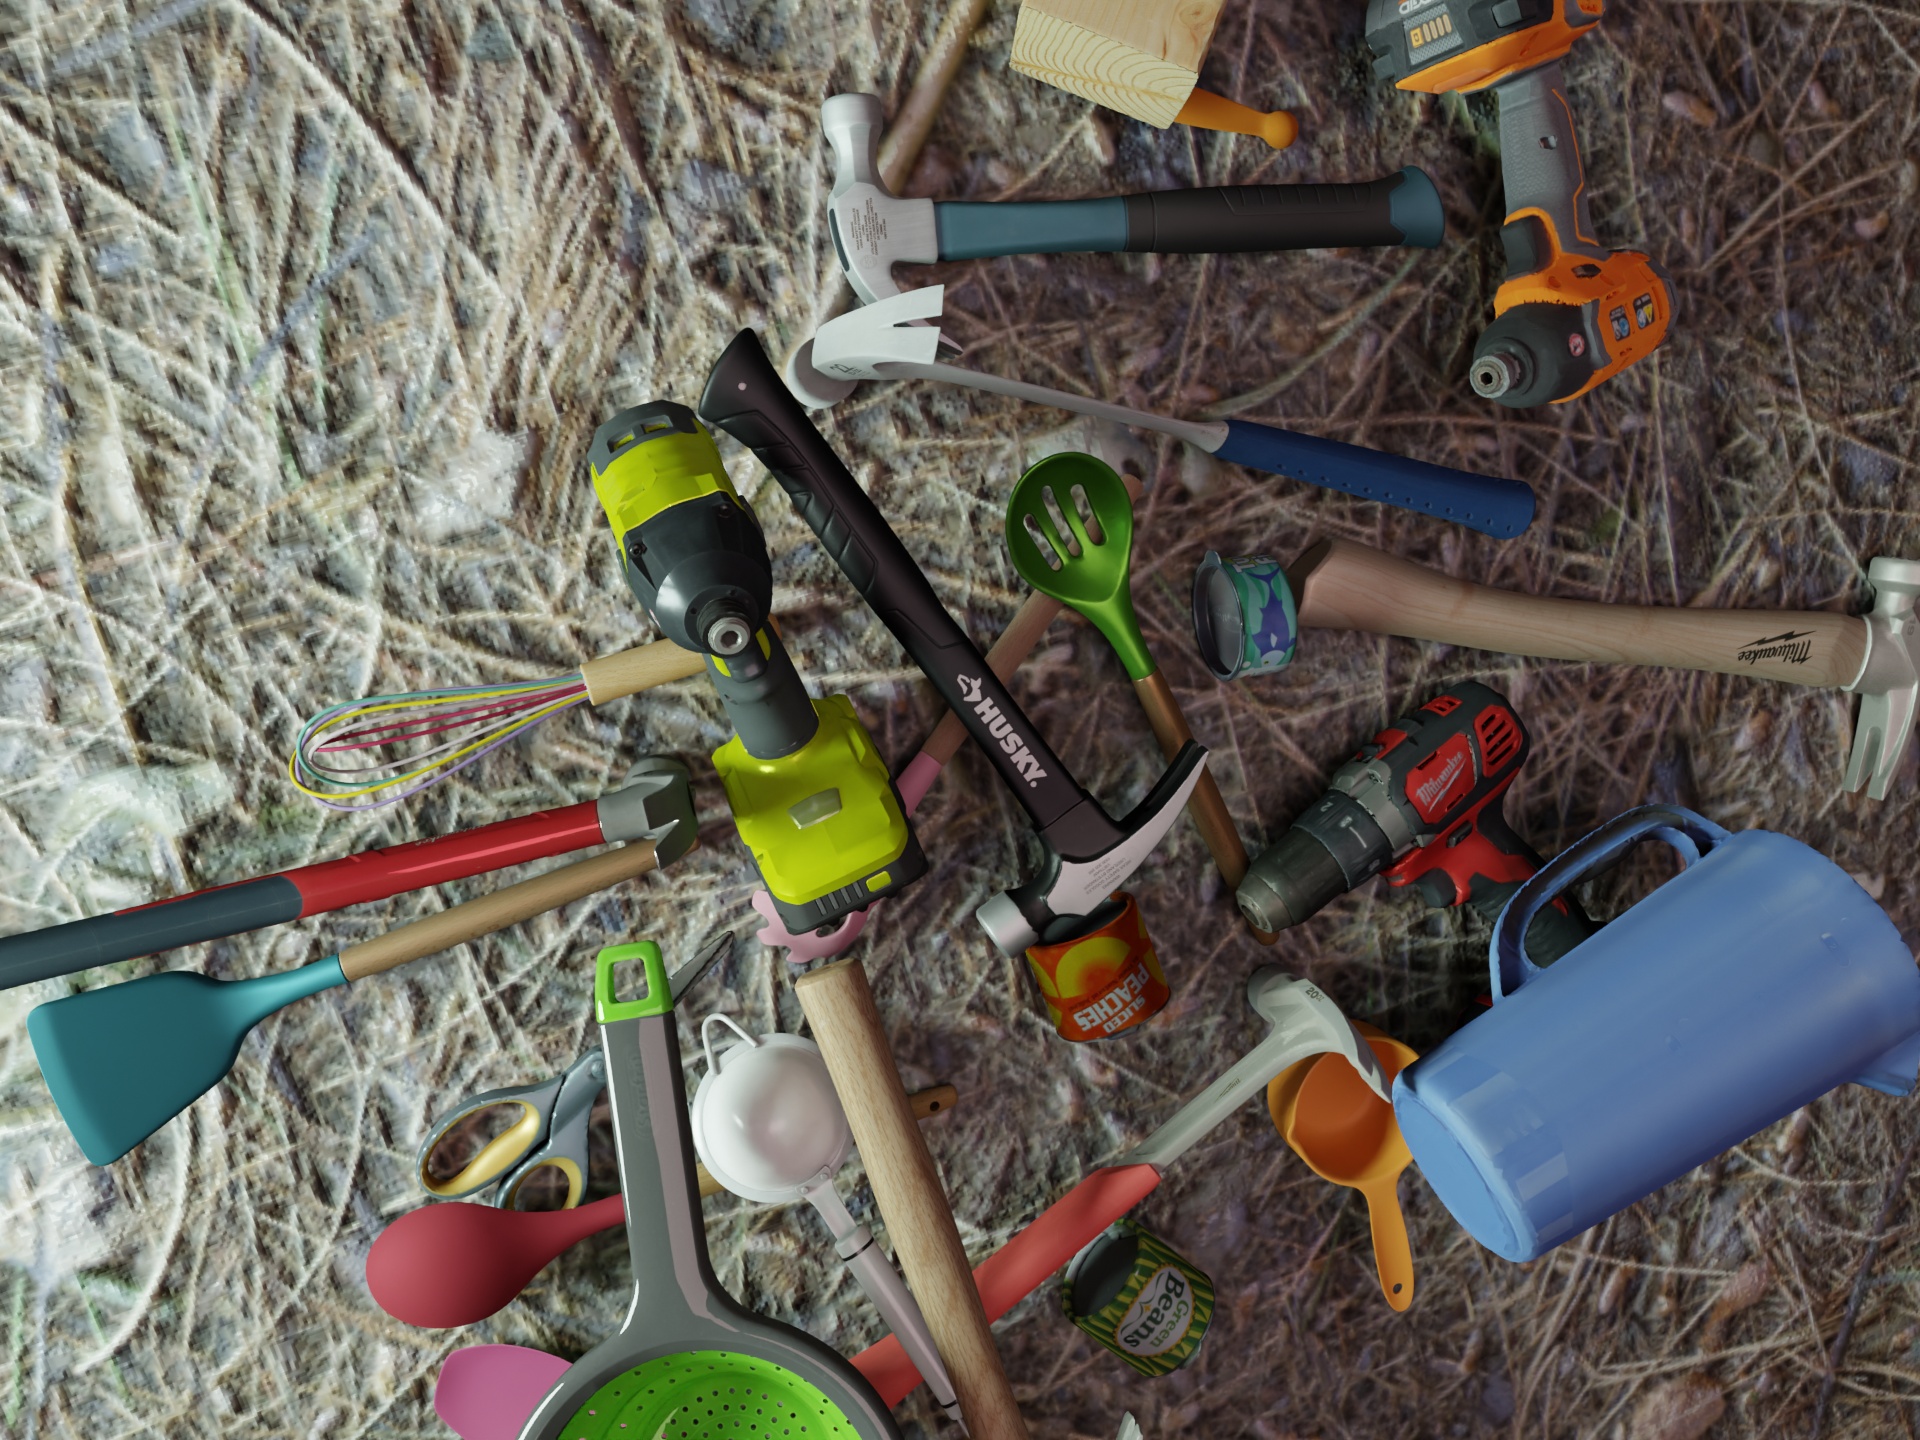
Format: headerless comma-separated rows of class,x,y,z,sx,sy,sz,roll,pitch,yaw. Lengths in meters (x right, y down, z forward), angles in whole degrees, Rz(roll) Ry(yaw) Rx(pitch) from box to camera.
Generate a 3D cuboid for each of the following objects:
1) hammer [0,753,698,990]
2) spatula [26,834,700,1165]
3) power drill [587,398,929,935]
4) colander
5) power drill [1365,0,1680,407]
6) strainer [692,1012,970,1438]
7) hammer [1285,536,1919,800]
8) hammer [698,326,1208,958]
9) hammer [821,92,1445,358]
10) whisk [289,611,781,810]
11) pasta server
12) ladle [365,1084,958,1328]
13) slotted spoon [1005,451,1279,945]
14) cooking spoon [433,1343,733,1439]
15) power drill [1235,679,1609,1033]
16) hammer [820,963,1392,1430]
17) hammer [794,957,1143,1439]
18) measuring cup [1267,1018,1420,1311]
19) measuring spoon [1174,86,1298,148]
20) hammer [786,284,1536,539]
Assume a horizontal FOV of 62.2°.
hammer,-0.314,0.084,0.733,0.386,0.143,0.038,-14,98,-7
spatula,-0.279,0.116,0.785,0.317,0.044,0.082,-21,98,-11
power drill,-0.092,-0.015,0.717,0.080,0.171,0.223,-25,129,-5
colander,-0.131,0.308,0.793,0.204,0.094,0.397,-9,84,0
power drill,0.288,-0.275,0.818,0.164,0.084,0.226,-31,106,-37
strainer,-0.058,0.261,0.817,0.087,0.050,0.258,-34,88,-6
hammer,0.379,-0.042,0.921,0.410,0.038,0.146,5,98,-13
hammer,-0.013,-0.049,0.791,0.146,0.035,0.334,-37,102,0
hammer,0.097,-0.260,0.825,0.331,0.033,0.128,-6,98,-12
whisk,-0.208,-0.015,0.787,0.245,0.047,0.051,-18,114,-14
pasta server,-0.001,-0.003,0.844,0.060,0.040,0.316,38,84,-15
ladle,-0.148,0.246,0.832,0.315,0.031,0.069,-15,105,-17
slotted spoon,0.107,-0.003,0.853,0.070,0.031,0.313,-31,110,-6
cooking spoon,-0.123,0.393,0.849,0.319,0.017,0.068,17,100,-4
power drill,0.275,0.115,0.894,0.188,0.080,0.226,-37,101,-11
hammer,0.065,0.270,0.849,0.359,0.149,0.036,-40,102,1
hammer,-0.007,0.277,0.789,0.130,0.031,0.331,-20,91,-9
measuring cup,0.230,0.255,0.920,0.095,0.052,0.173,-16,103,-11
measuring spoon,0.125,-0.323,0.834,0.117,0.011,0.021,10,95,-14
hammer,0.123,-0.147,0.810,0.405,0.144,0.035,9,88,-21
